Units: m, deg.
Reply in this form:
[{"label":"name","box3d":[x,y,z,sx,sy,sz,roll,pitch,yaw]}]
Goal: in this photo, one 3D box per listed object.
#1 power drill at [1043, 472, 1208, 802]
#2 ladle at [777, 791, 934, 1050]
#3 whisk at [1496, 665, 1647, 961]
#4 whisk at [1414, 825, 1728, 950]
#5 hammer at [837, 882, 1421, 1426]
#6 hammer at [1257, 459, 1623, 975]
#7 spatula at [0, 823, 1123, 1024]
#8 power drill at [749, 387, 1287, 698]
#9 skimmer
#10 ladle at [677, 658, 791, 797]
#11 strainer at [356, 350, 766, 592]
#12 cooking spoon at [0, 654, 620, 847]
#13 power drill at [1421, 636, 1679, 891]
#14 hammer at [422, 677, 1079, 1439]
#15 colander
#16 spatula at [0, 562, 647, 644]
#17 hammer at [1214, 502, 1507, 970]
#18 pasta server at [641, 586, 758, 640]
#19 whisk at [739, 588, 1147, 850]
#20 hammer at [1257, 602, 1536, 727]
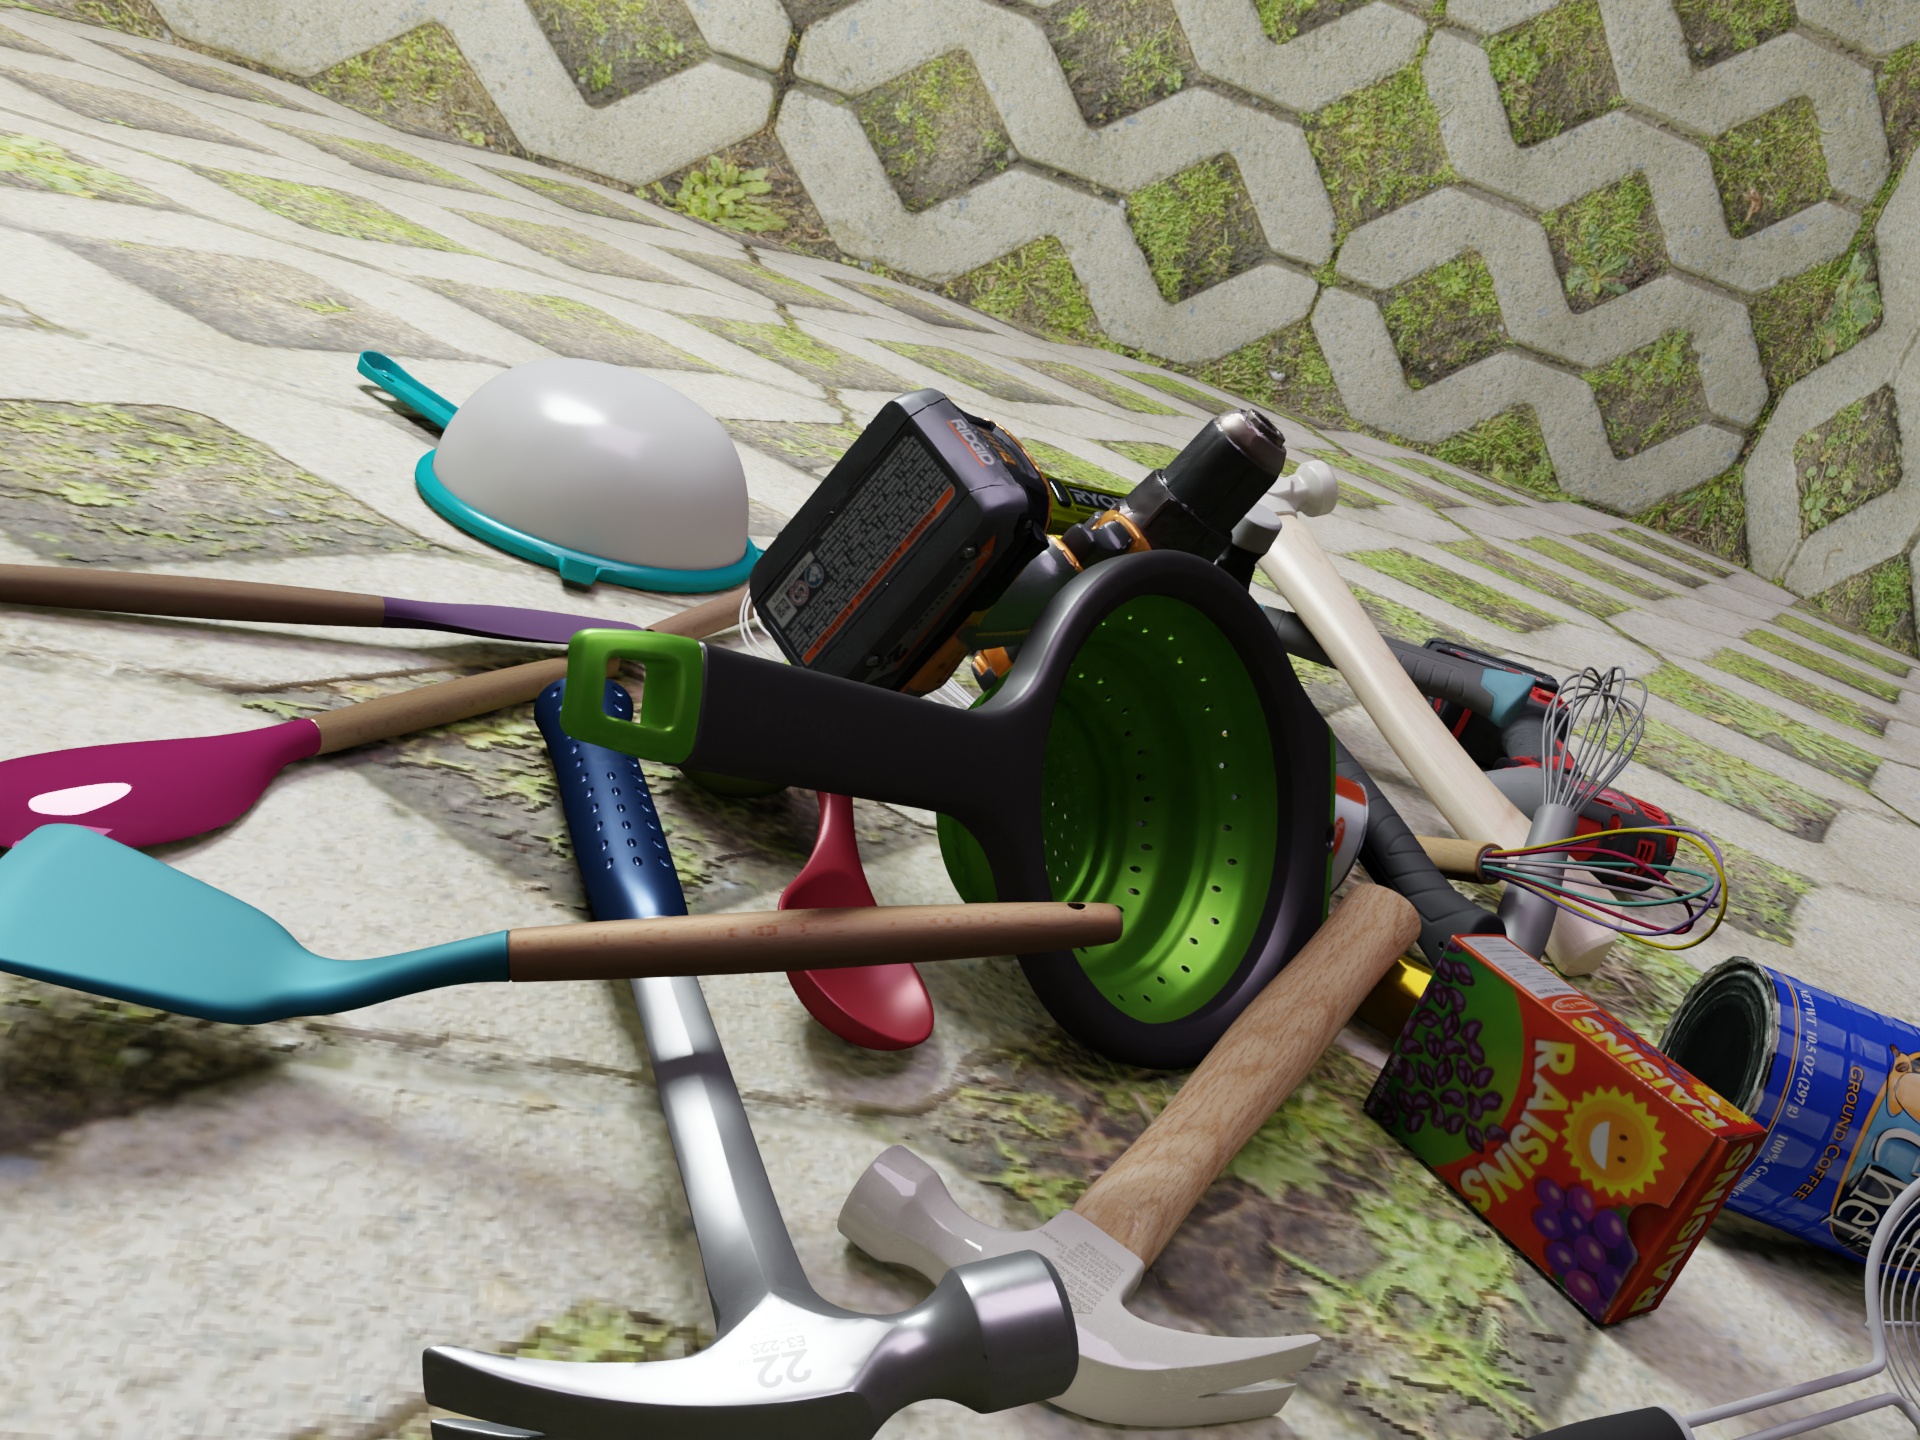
[{"label":"power drill","box3d":[0.080,-0.057,0.909,0.171,0.080,0.223,7,41,-31]},{"label":"ladle","box3d":[-0.054,0.009,0.658,0.069,0.031,0.316,31,31,-32]},{"label":"whisk","box3d":[0.324,0.054,0.857,0.055,0.055,0.239,25,54,12]},{"label":"whisk","box3d":[0.277,0.077,0.788,0.051,0.047,0.245,-29,10,-20]},{"label":"hammer","box3d":[0.102,0.130,0.566,0.130,0.031,0.331,32,30,21]},{"label":"hammer","box3d":[0.252,-0.014,0.969,0.146,0.038,0.411,-15,50,-15]},{"label":"spatula","box3d":[-0.105,0.058,0.462,0.317,0.044,0.082,-1,19,-12]},{"label":"power drill","box3d":[0.039,-0.077,0.696,0.226,0.185,0.084,6,42,-56]},{"label":"skimmer","box3d":[0.281,0.210,0.497,0.363,0.090,0.127,4,57,-32]},{"label":"ladle","box3d":[-0.054,-0.067,0.793,0.078,0.062,0.320,24,41,8]},{"label":"strainer","box3d":[-0.262,-0.193,0.994,0.341,0.095,0.211,33,24,26]},{"label":"cooking spoon","box3d":[-0.240,0.001,0.633,0.069,0.017,0.319,25,21,20]},{"label":"power drill","box3d":[0.370,0.029,1.068,0.143,0.078,0.220,16,24,-10]},{"label":"hammer","box3d":[-0.105,0.076,0.518,0.144,0.035,0.406,-6,25,-18]},{"label":"colander","box3d":[0.002,0.022,0.599,0.094,0.204,0.396,-3,-11,43]},{"label":"spatula","box3d":[-0.283,-0.050,0.705,0.315,0.018,0.060,3,15,-33]},{"label":"hammer","box3d":[0.197,0.025,0.882,0.035,0.146,0.335,9,35,-28]},{"label":"pasta server","box3d":[-0.103,-0.072,0.943,0.060,0.040,0.316,27,25,16]},{"label":"whisk","box3d":[-0.001,-0.004,0.825,0.285,0.070,0.070,33,23,20]},{"label":"hammer","box3d":[0.211,-0.060,1.056,0.331,0.033,0.128,18,47,13]}]
